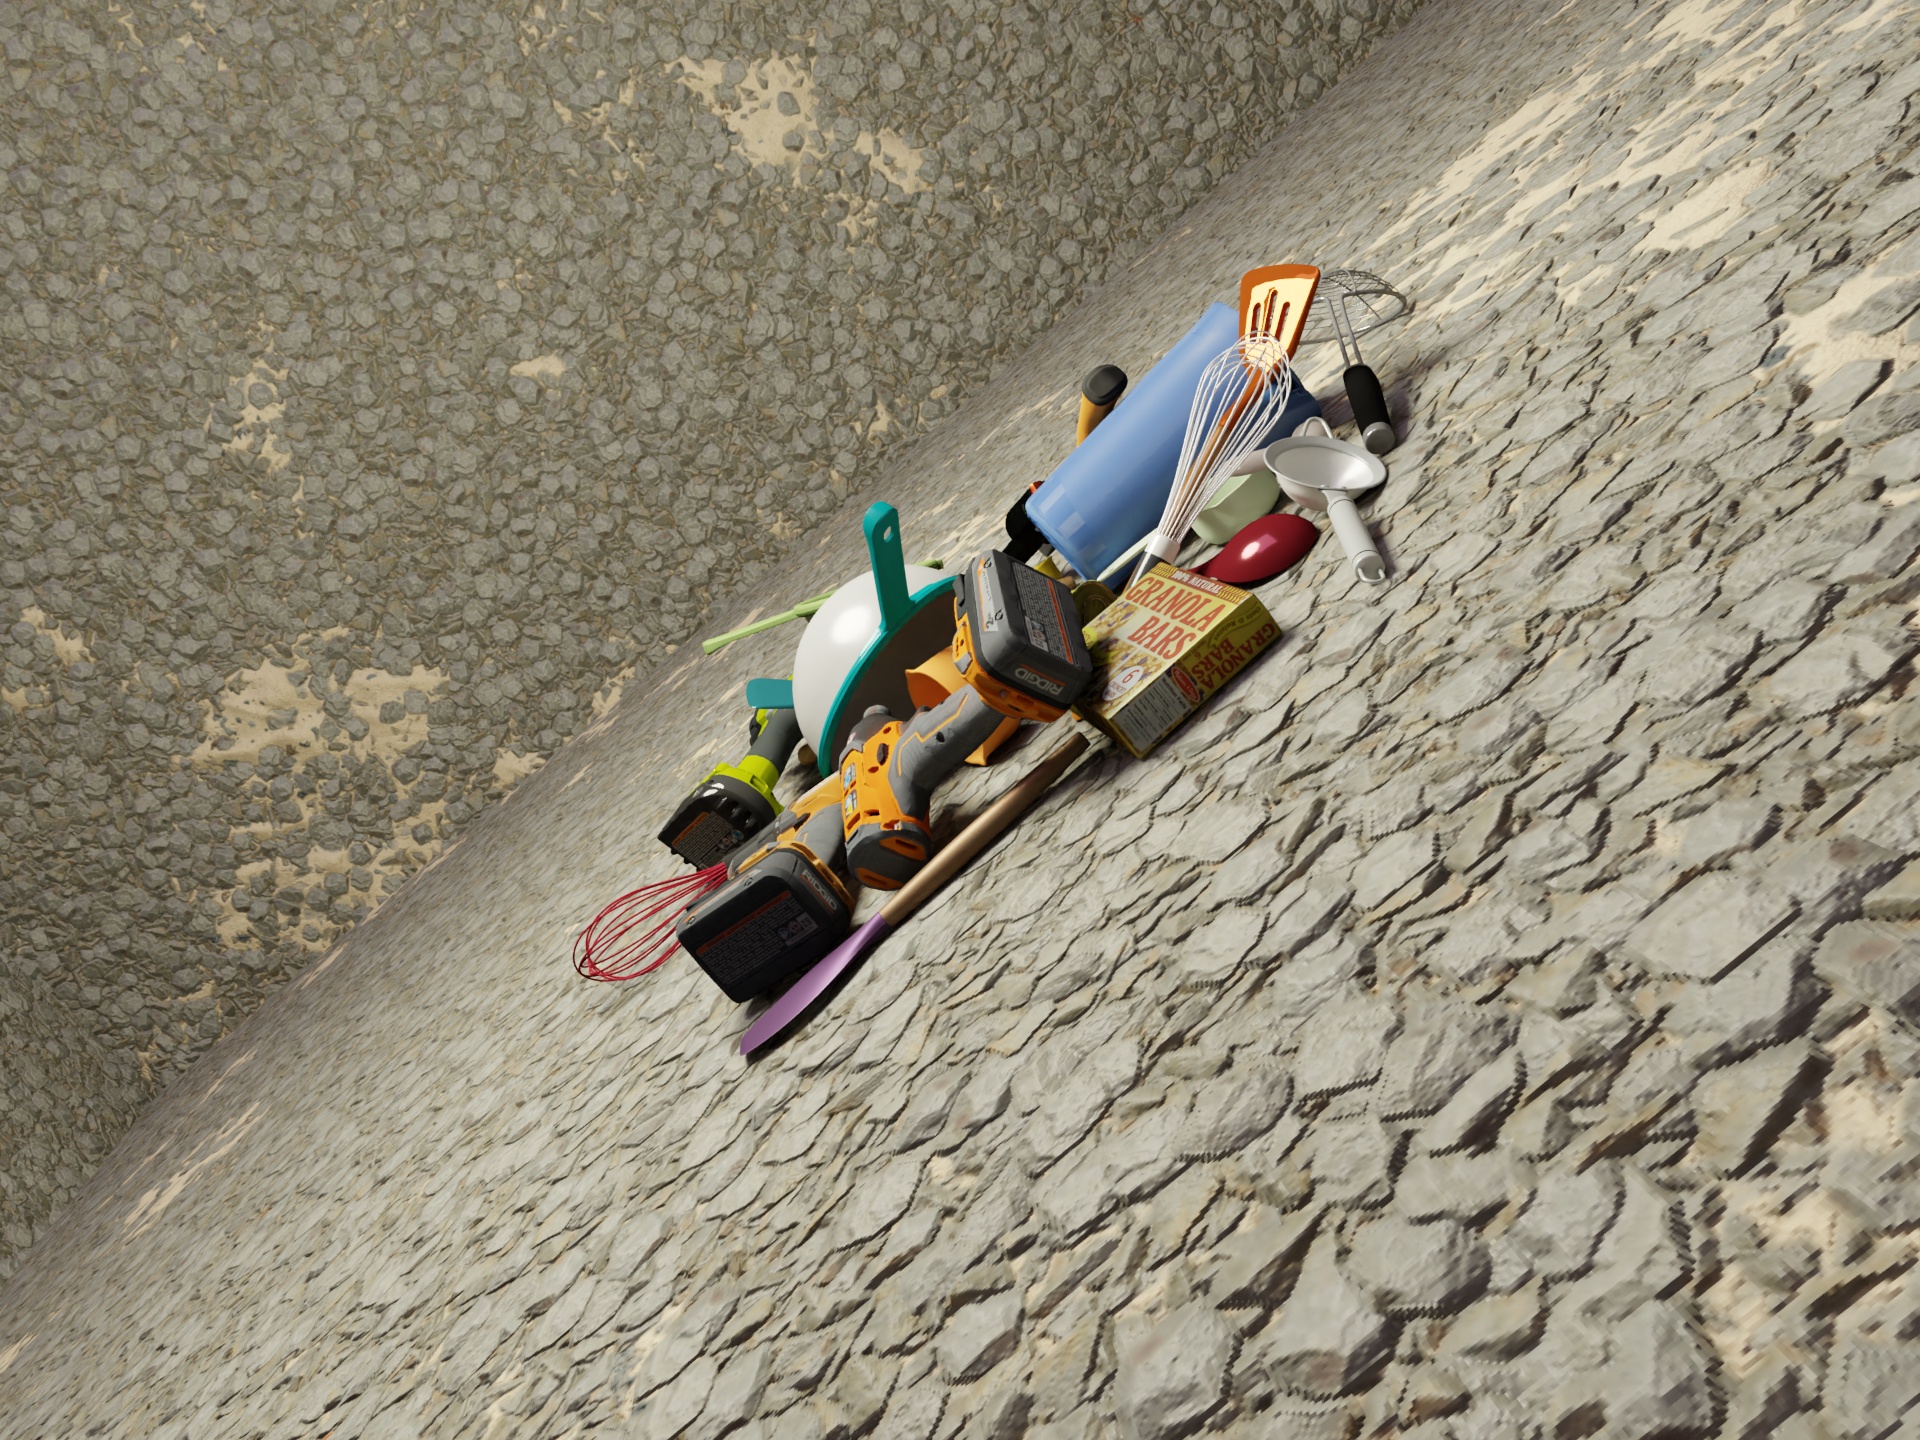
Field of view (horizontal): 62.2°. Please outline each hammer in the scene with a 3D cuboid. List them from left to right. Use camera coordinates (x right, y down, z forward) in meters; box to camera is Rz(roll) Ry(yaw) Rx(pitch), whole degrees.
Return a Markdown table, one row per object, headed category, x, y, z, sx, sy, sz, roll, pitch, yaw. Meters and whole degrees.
| category | x | y | z | sx | sy | sz | roll | pitch | yaw |
| --- | --- | --- | --- | --- | --- | --- | --- | --- | --- |
| hammer | 0.118 | -0.249 | 1.496 | 0.127 | 0.034 | 0.336 | -43 | -8 | -6 |

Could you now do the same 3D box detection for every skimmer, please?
| category | x | y | z | sx | sy | sz | roll | pitch | yaw |
| --- | --- | --- | --- | --- | --- | --- | --- | --- | --- |
| skimmer | 0.325 | -0.285 | 1.315 | 0.127 | 0.090 | 0.364 | -10 | 35 | 12 |

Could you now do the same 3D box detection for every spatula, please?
| category | x | y | z | sx | sy | sz | roll | pitch | yaw |
| --- | --- | --- | --- | --- | --- | --- | --- | --- | --- |
| spatula | -0.032 | 0.118 | 1.076 | 0.316 | 0.018 | 0.060 | -42 | 10 | -1 |
| spatula | -0.043 | -0.071 | 1.462 | 0.317 | 0.044 | 0.082 | -24 | 21 | 1 |
| spatula | 0.187 | -0.209 | 1.228 | 0.081 | 0.041 | 0.323 | 16 | 74 | 51 |

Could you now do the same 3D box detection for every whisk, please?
| category | x | y | z | sx | sy | sz | roll | pitch | yaw |
| --- | --- | --- | --- | --- | --- | --- | --- | --- | --- |
| whisk | -0.218 | 0.142 | 1.405 | 0.296 | 0.073 | 0.073 | -34 | 15 | 5 |
| whisk | -0.099 | 0.010 | 1.526 | 0.051 | 0.047 | 0.245 | -36 | 5 | -34 |
| whisk | 0.165 | -0.155 | 1.174 | 0.284 | 0.070 | 0.070 | -63 | 14 | 4 |

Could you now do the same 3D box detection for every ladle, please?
| category | x | y | z | sx | sy | sz | roll | pitch | yaw |
| --- | --- | --- | --- | --- | --- | --- | --- | --- | --- |
| ladle | 0.153 | -0.100 | 1.234 | 0.315 | 0.031 | 0.069 | -22 | 27 | 55 |

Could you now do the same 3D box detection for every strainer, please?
| category | x | y | z | sx | sy | sz | roll | pitch | yaw |
| --- | --- | --- | --- | --- | --- | --- | --- | --- | --- |
| strainer | -0.133 | -0.089 | 1.586 | 0.256 | 0.069 | 0.151 | -18 | 8 | 13 |
| strainer | -0.078 | -0.084 | 1.279 | 0.211 | 0.095 | 0.340 | -47 | -21 | -20 |
| strainer | 0.254 | -0.142 | 1.071 | 0.087 | 0.050 | 0.259 | 5 | 28 | 1 |

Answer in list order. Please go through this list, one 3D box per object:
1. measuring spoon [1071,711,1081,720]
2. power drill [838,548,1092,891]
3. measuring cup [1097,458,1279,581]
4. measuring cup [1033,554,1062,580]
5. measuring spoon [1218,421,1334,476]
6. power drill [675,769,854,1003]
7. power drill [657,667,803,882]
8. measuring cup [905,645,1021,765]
| category | x | y | z | sx | sy | sz | roll | pitch | yaw |
| --- | --- | --- | --- | --- | --- | --- | --- | --- | --- |
| measuring spoon | 0.123 | -0.042 | 1.164 | 0.117 | 0.011 | 0.021 | -43 | 15 | -8 |
| power drill | -0.011 | -0.008 | 1.117 | 0.226 | 0.084 | 0.164 | -51 | 30 | 29 |
| measuring cup | 0.183 | -0.149 | 1.276 | 0.167 | 0.038 | 0.083 | -36 | 15 | 27 |
| measuring cup | 0.066 | -0.127 | 1.550 | 0.062 | 0.029 | 0.156 | -38 | 2 | -3 |
| measuring spoon | 0.245 | -0.211 | 1.228 | 0.124 | 0.034 | 0.018 | -23 | -37 | -32 |
| power drill | -0.136 | 0.121 | 1.219 | 0.185 | 0.084 | 0.226 | -34 | 12 | 25 |
| power drill | -0.195 | 0.042 | 1.536 | 0.171 | 0.080 | 0.223 | -40 | 16 | 46 |
| measuring cup | -0.002 | -0.004 | 1.271 | 0.052 | 0.095 | 0.173 | -38 | -6 | -19 |
